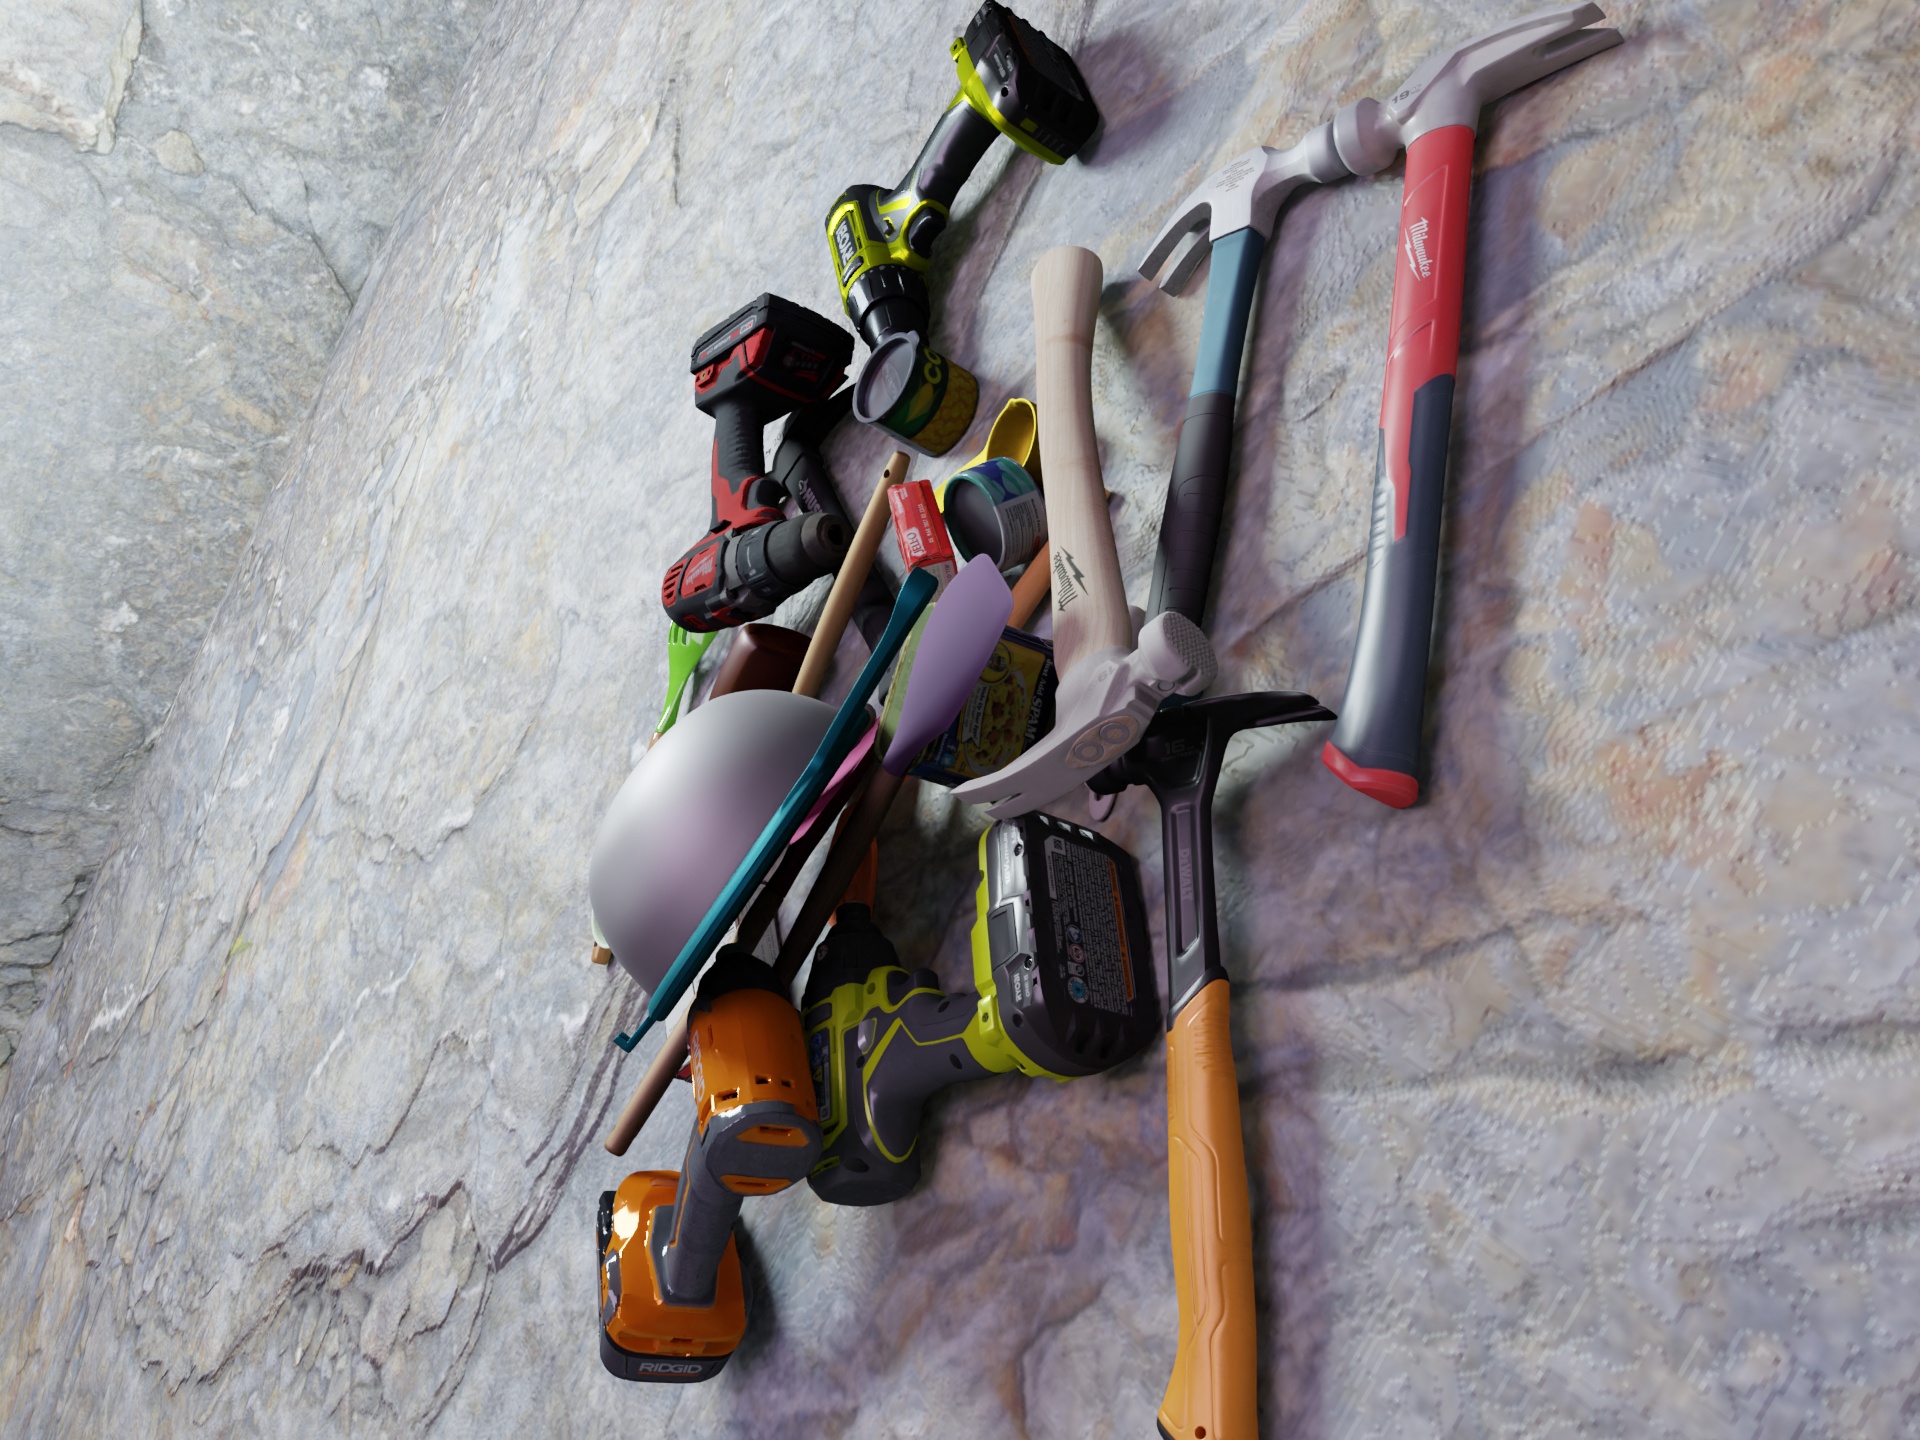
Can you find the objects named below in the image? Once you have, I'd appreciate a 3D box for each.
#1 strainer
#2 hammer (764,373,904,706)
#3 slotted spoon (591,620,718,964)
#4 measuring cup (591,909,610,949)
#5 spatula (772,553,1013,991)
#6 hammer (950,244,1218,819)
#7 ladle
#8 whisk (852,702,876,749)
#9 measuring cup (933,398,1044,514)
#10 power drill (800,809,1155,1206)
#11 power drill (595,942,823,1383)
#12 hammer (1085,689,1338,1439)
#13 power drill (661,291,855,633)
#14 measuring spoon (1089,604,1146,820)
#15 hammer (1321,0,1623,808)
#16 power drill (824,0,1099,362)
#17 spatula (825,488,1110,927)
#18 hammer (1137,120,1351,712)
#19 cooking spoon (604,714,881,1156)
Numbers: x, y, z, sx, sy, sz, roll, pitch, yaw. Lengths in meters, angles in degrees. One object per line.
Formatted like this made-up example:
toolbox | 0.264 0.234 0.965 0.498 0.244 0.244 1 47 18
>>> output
strainer | -0.119 0.019 0.862 0.340 0.095 0.211 -56 2 41
hammer | -0.077 -0.120 1.109 0.146 0.035 0.335 -52 38 20
slotted spoon | -0.238 0.036 1.238 0.070 0.031 0.314 2 74 52
measuring cup | -0.227 0.093 1.184 0.083 0.038 0.168 -8 63 50
spatula | -0.047 0.043 0.860 0.315 0.018 0.060 -61 40 31
hammer | 0.054 -0.131 0.871 0.146 0.038 0.411 -38 35 32
ladle | -0.098 -0.035 1.050 0.069 0.031 0.315 42 117 35
whisk | -0.145 0.061 1.046 0.239 0.055 0.055 -38 44 19
measuring cup | 0.017 -0.154 1.023 0.156 0.029 0.062 -30 53 56
power drill | -0.007 0.143 0.844 0.223 0.080 0.171 -37 45 39
power drill | -0.145 0.247 0.909 0.164 0.084 0.226 -111 38 -54
hammer | 0.114 0.149 0.707 0.127 0.034 0.337 -15 63 33
power drill | -0.133 -0.181 1.122 0.188 0.080 0.227 -15 64 49
measuring spoon | 0.079 -0.007 0.861 0.034 0.018 0.124 -11 64 49
hammer | 0.225 -0.149 0.736 0.143 0.038 0.386 -10 63 48
power drill | -0.009 -0.368 1.123 0.228 0.080 0.191 -46 40 31
spatula | -0.002 -0.003 0.961 0.322 0.041 0.081 -55 35 9
hammer | 0.135 -0.161 0.861 0.128 0.033 0.331 -7 66 50
cooking spoon | -0.130 0.130 0.998 0.319 0.017 0.069 -58 11 -10
